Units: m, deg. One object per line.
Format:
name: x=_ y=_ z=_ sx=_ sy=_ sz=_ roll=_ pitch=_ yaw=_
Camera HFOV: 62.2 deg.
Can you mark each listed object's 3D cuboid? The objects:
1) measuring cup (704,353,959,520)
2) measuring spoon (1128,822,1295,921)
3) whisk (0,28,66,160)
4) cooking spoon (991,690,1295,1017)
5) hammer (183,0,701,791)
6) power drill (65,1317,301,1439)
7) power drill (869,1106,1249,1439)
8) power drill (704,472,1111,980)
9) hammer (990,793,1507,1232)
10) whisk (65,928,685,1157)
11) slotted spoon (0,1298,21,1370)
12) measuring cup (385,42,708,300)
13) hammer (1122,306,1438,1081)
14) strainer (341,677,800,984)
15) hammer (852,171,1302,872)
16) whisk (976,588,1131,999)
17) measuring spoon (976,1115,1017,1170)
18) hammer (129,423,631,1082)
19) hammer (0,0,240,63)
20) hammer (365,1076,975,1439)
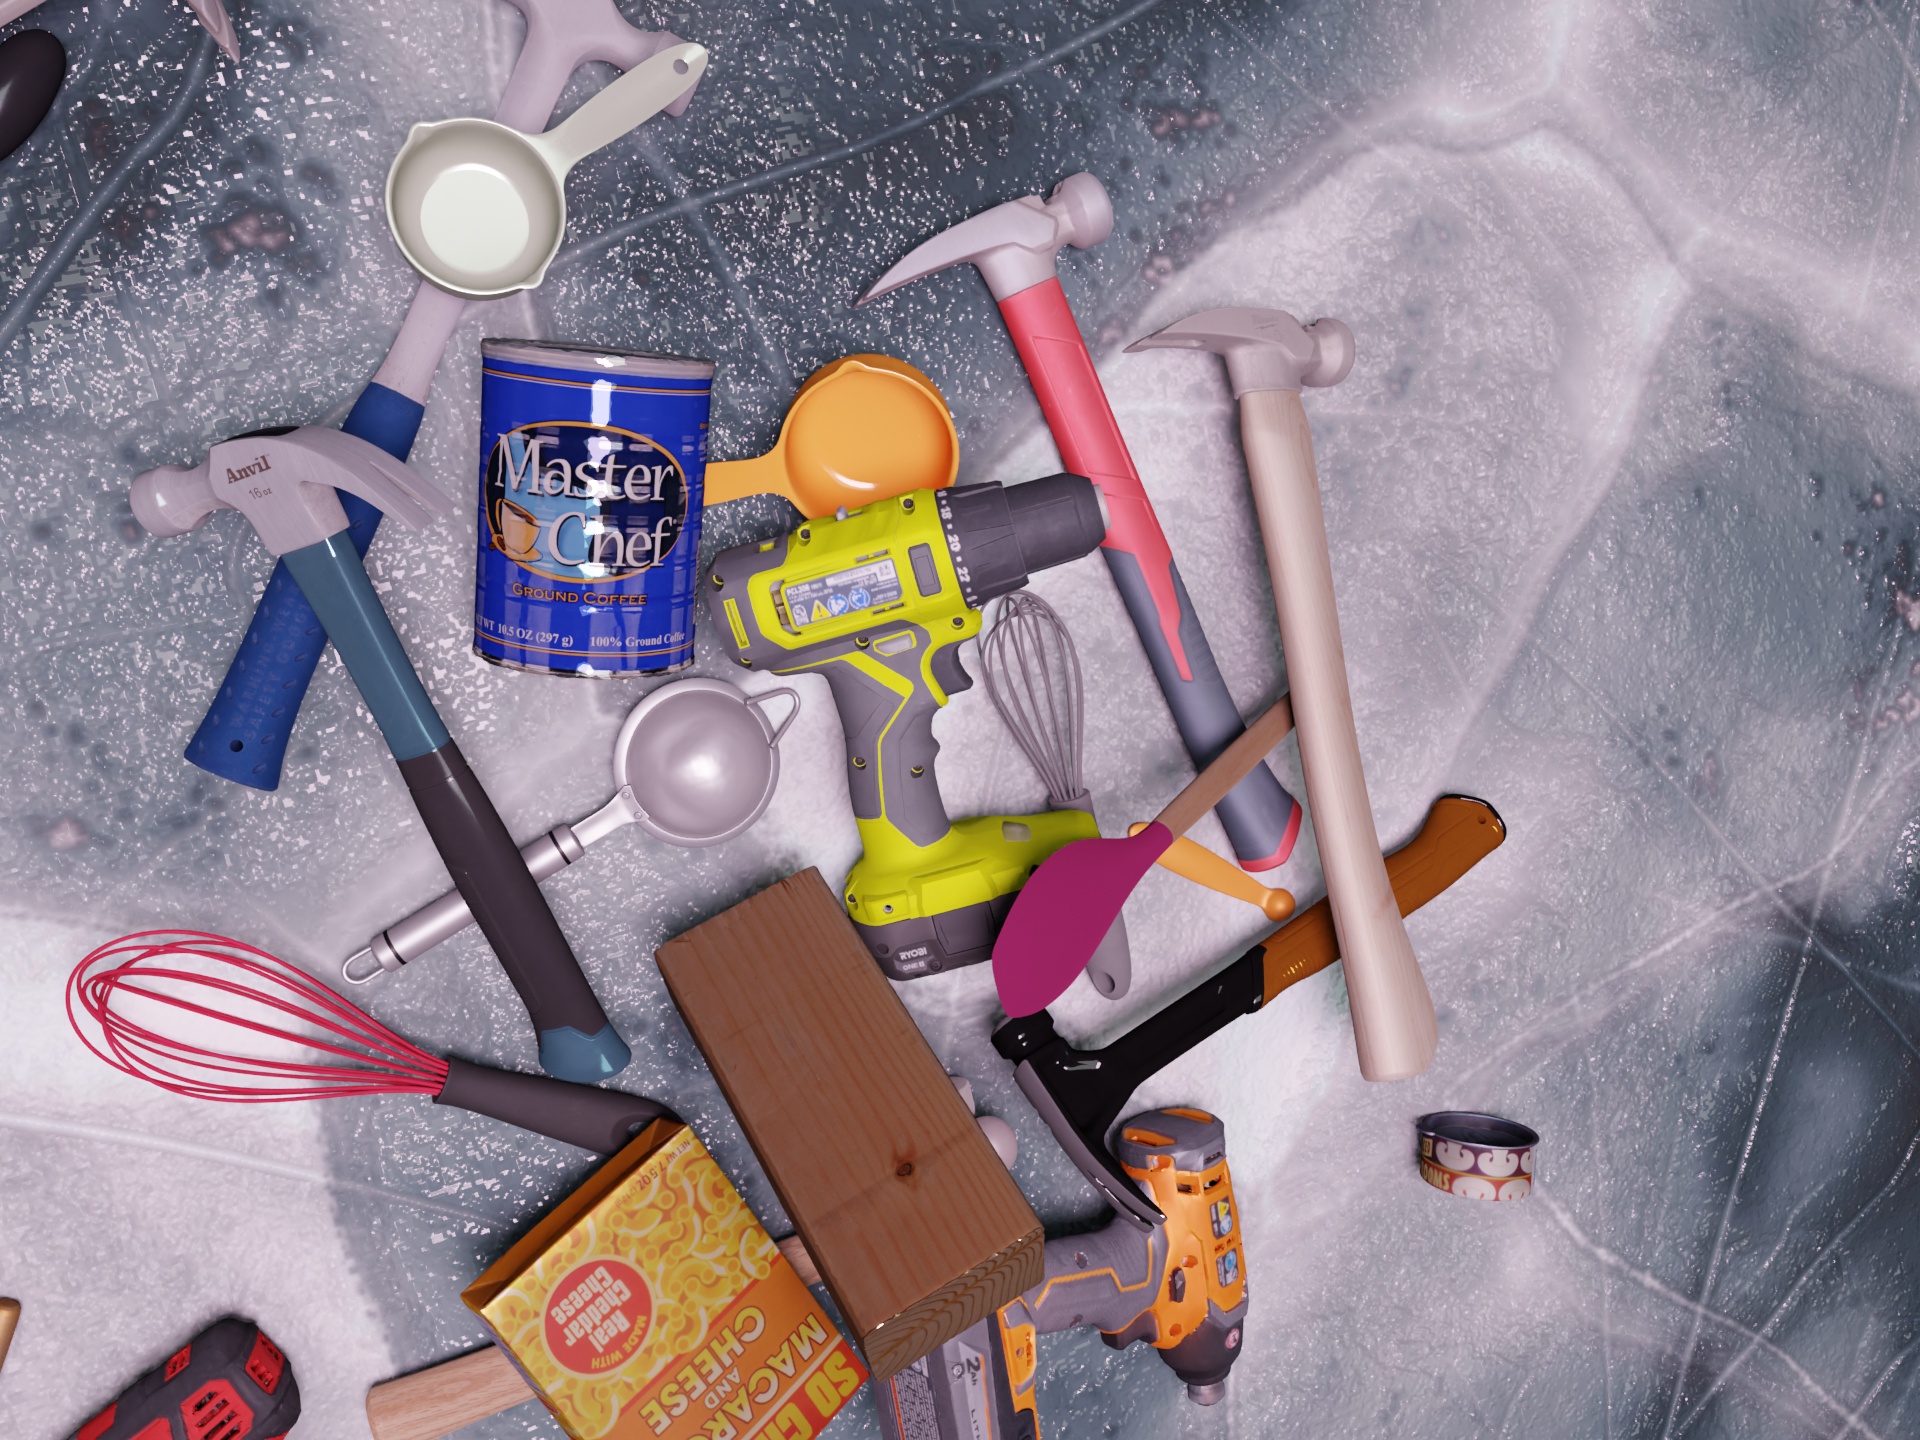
measuring cup: x=-0.087 y=-0.132 z=0.795 sx=0.173 sy=0.052 sz=0.095 roll=-9 pitch=116 yaw=4
measuring spoon: x=0.145 y=0.086 z=0.903 sx=0.116 sy=0.011 sz=0.021 roll=27 pitch=85 yaw=-18
whisk: x=-0.463 y=-0.176 z=0.664 sx=0.070 sy=0.070 sz=0.285 roll=32 pitch=79 yaw=-18
cooking spoon: x=0.116 y=0.044 z=0.806 sx=0.319 sy=0.017 sz=0.068 roll=-38 pitch=124 yaw=-39
hammer: x=-0.263 y=-0.164 z=0.739 sx=0.144 sy=0.035 sz=0.405 roll=24 pitch=86 yaw=-19
power drill: x=-0.331 y=0.403 z=0.738 sx=0.143 sy=0.078 sz=0.219 roll=-37 pitch=101 yaw=-12
power drill: x=0.065 y=0.318 z=0.833 sx=0.226 sy=0.084 sz=0.164 roll=-15 pitch=99 yaw=-38
power drill: x=-0.001 y=-0.002 z=0.781 sx=0.190 sy=0.080 sz=0.228 roll=-15 pitch=107 yaw=4
hammer: x=0.184 y=0.136 z=0.870 sx=0.337 sy=0.034 sz=0.127 roll=-28 pitch=69 yaw=-25
whisk: x=-0.264 y=0.164 z=0.753 sx=0.295 sy=0.073 sz=0.073 roll=23 pitch=87 yaw=-25
slotted spoon: x=-0.484 y=0.413 z=0.712 sx=0.070 sy=0.031 sz=0.314 roll=20 pitch=85 yaw=-15
measuring cup: x=-0.183 y=-0.254 z=0.721 sx=0.167 sy=0.038 sz=0.083 roll=-41 pitch=105 yaw=-14
hammer: x=0.183 y=-0.015 z=0.837 sx=0.146 sy=0.038 sz=0.411 roll=-7 pitch=86 yaw=-36
strainer: x=-0.185 y=0.058 z=0.780 sx=0.258 sy=0.050 sz=0.086 roll=-32 pitch=107 yaw=-10
hammer: x=0.082 y=-0.085 z=0.857 sx=0.143 sy=0.038 sz=0.386 roll=-27 pitch=102 yaw=-13
whisk: x=0.056 y=0.043 z=0.856 sx=0.055 sy=0.055 sz=0.239 roll=-19 pitch=104 yaw=-16
measuring spoon: x=-0.026 y=0.239 z=0.821 sx=0.124 sy=0.018 sz=0.034 roll=-18 pitch=99 yaw=-15
hammer: x=-0.235 y=0.025 z=0.711 sx=0.128 sy=0.033 sz=0.330 roll=-14 pitch=111 yaw=20
hammer: x=-0.475 y=-0.233 z=0.640 sx=0.359 sy=0.036 sz=0.149 roll=-36 pitch=72 yaw=-9
hammer: x=-0.132 y=0.299 z=0.818 sx=0.331 sy=0.031 sz=0.130 roll=-17 pitch=98 yaw=-16
